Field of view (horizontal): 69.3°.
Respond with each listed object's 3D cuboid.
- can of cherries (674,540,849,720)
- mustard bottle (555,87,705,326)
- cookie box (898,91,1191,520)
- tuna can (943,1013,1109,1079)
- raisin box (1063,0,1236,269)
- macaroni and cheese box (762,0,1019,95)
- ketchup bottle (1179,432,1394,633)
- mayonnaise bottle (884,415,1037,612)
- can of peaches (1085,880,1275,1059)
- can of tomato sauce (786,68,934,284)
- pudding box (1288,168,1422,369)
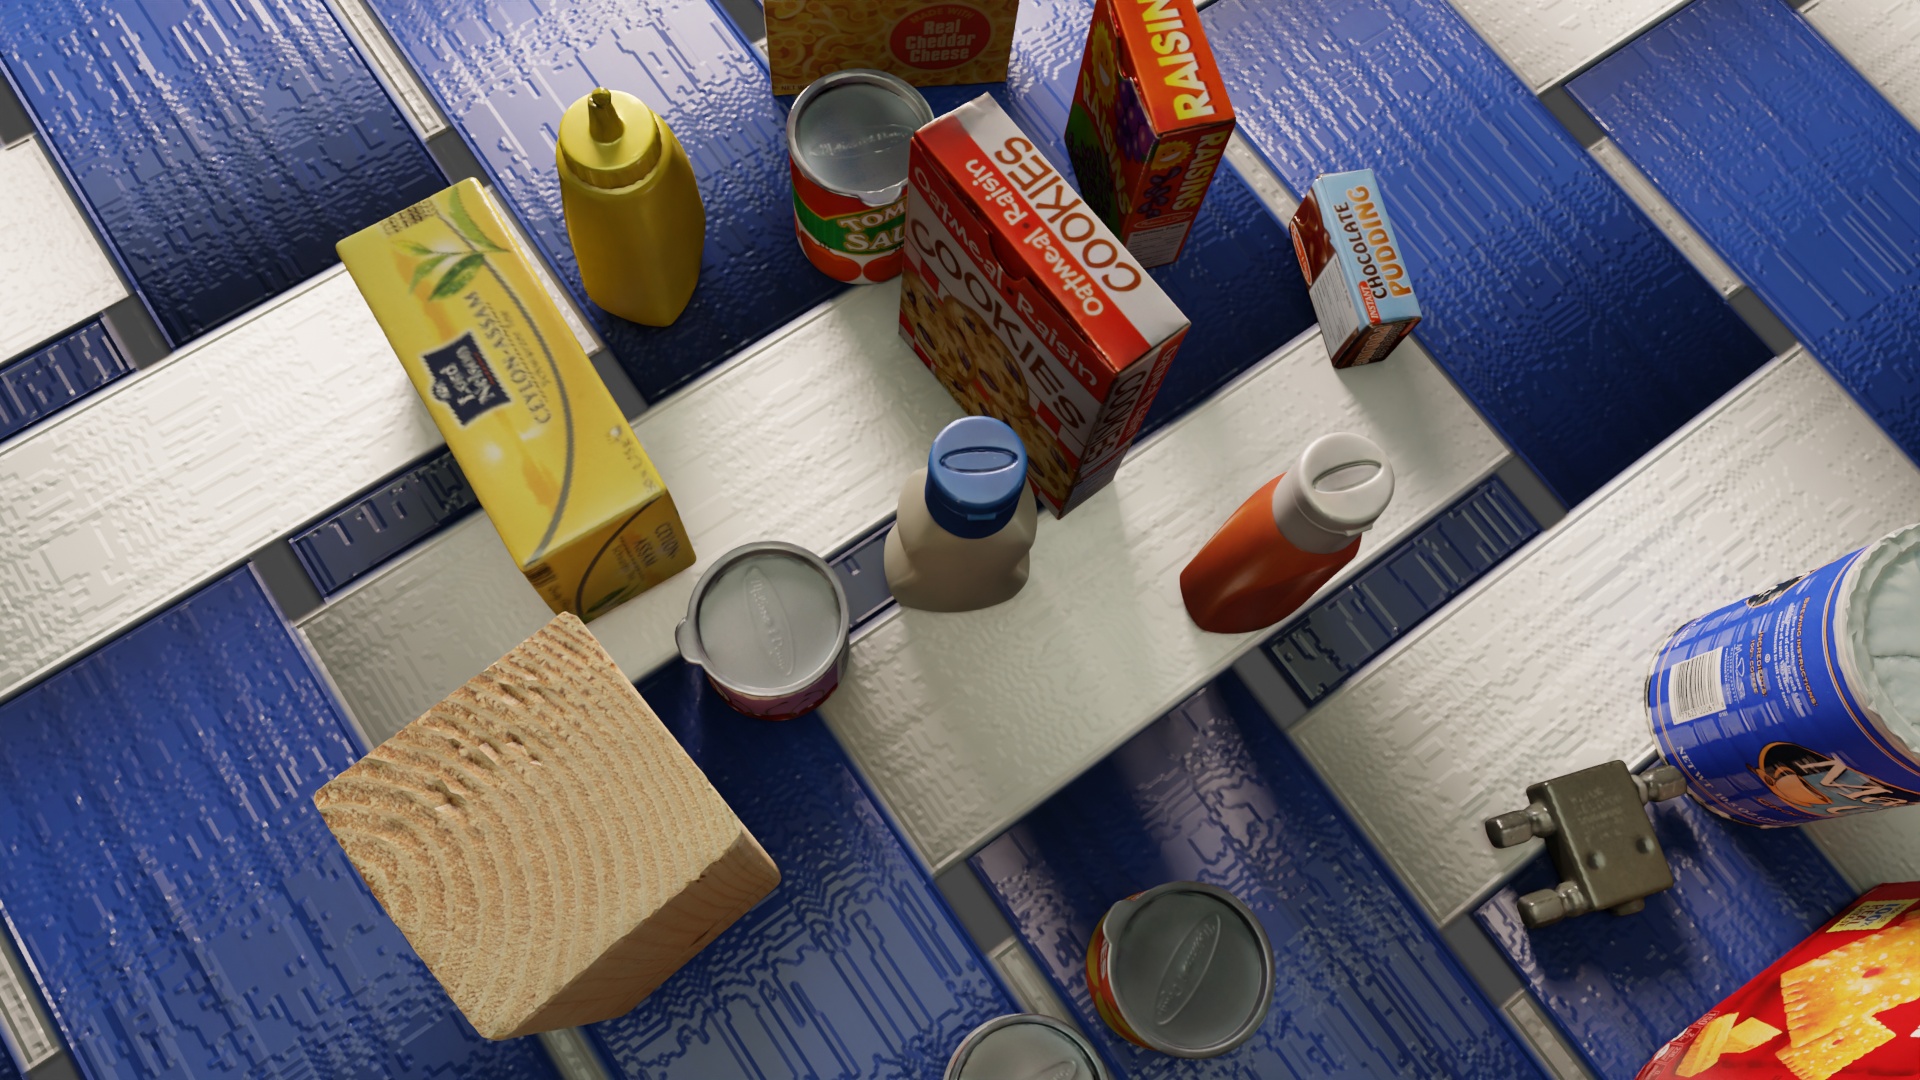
[{"bbox_3d":[-0.083,0.040,0.593,0.071,0.058,0.071,1,72,-4],"label":"can of cherries"},{"bbox_3d":[-0.143,-0.150,0.598,0.049,0.159,0.065,15,72,1],"label":"mustard bottle"},{"bbox_3d":[0.026,-0.090,0.587,0.040,0.167,0.123,-36,78,-14],"label":"cookie box"},{"bbox_3d":[0.027,0.225,0.554,0.071,0.032,0.071,1,72,-4],"label":"tuna can"},{"bbox_3d":[0.084,-0.193,0.649,0.040,0.123,0.086,-12,74,-8],"label":"raisin box"},{"bbox_3d":[-0.032,-0.275,0.644,0.124,0.166,0.040,-6,73,-6],"label":"macaroni and cheese box"},{"bbox_3d":[0.137,0.000,0.576,0.065,0.148,0.043,-17,74,-9],"label":"ketchup bottle"},{"bbox_3d":[0.002,-0.007,0.568,0.065,0.147,0.041,-3,73,-5],"label":"mayonnaise bottle"},{"bbox_3d":[0.085,0.172,0.563,0.071,0.058,0.071,1,72,-4],"label":"can of peaches"},{"bbox_3d":[-0.045,-0.166,0.651,0.071,0.083,0.071,1,72,-4],"label":"can of tomato sauce"},{"bbox_3d":[0.190,-0.132,0.676,0.030,0.049,0.084,-11,73,-8],"label":"pudding box"}]
